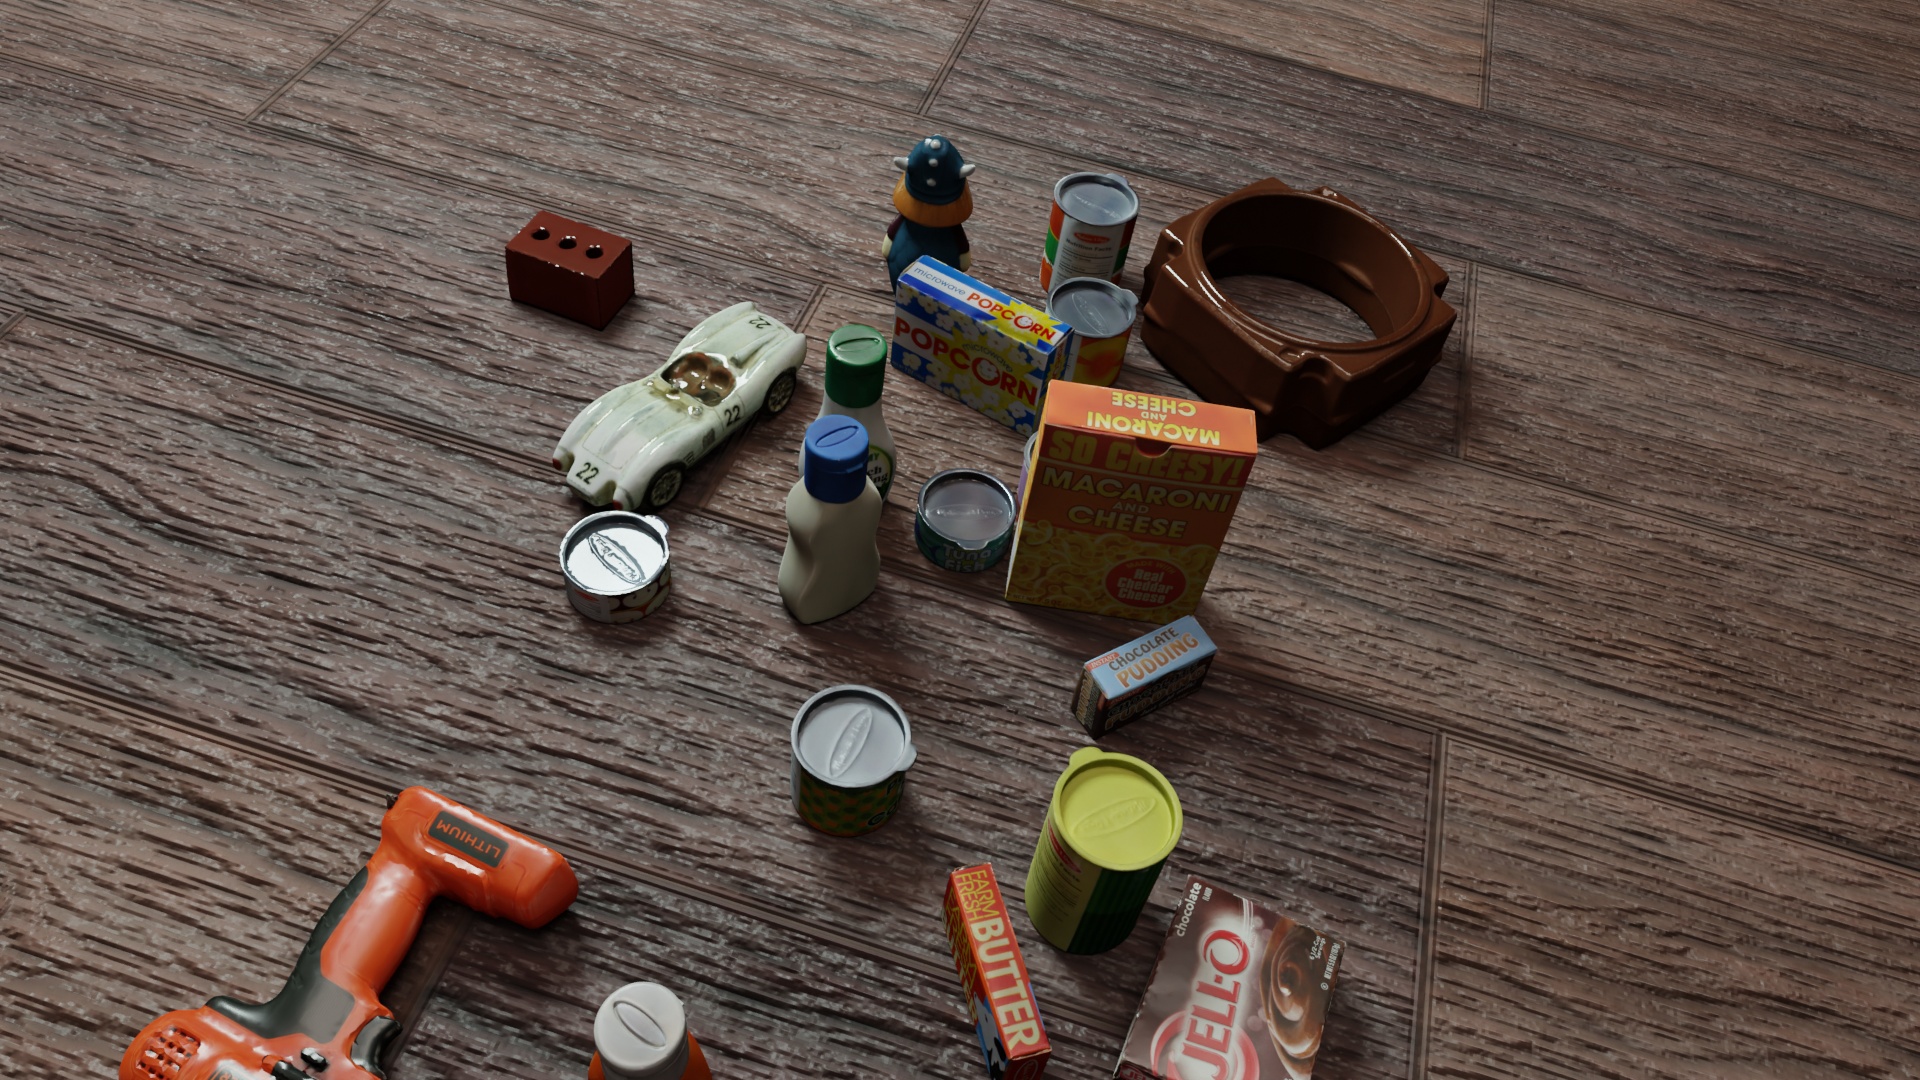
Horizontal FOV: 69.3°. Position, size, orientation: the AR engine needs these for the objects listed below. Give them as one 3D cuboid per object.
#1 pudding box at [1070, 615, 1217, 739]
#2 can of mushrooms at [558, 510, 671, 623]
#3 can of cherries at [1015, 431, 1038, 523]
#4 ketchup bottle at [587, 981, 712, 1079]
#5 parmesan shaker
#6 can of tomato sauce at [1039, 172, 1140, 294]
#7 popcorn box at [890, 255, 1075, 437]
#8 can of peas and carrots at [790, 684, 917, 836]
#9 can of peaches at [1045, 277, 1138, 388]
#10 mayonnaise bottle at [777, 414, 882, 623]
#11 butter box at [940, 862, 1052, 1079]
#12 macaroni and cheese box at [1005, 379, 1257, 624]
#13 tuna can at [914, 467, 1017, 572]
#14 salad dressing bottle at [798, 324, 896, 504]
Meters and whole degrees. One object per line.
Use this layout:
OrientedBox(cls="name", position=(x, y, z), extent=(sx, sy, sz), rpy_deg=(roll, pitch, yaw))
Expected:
OrientedBox(cls="pudding box", position=(0.111, 0.083, 0.845), extent=(0.084, 0.049, 0.030), rpy_deg=(-21, 56, -24))
OrientedBox(cls="can of mushrooms", position=(-0.212, 0.016, 0.865), extent=(0.071, 0.033, 0.071), rpy_deg=(4, 50, -5))
OrientedBox(cls="can of cherries", position=(0.071, -0.034, 0.931), extent=(0.071, 0.058, 0.072), rpy_deg=(4, 50, -5))
OrientedBox(cls="ketchup bottle", position=(-0.136, 0.240, 0.613), extent=(0.065, 0.148, 0.044), rpy_deg=(32, 53, 18))
OrientedBox(cls="parmesan shaker", position=(0.072, 0.165, 0.736), extent=(0.071, 0.102, 0.072), rpy_deg=(4, 50, -5))
OrientedBox(cls="can of tomato sauce", position=(0.100, -0.236, 1.089), extent=(0.071, 0.082, 0.071), rpy_deg=(4, 50, -5))
OrientedBox(cls="popcorn box", position=(0.012, -0.139, 0.994), extent=(0.127, 0.084, 0.038), rpy_deg=(29, 52, 16))
OrientedBox(cls="can of peas and carrots", position=(-0.060, 0.125, 0.779), extent=(0.071, 0.058, 0.071), rpy_deg=(4, 50, -5))
OrientedBox(cls="can of peaches", position=(0.095, -0.153, 1.035), extent=(0.071, 0.057, 0.071), rpy_deg=(4, 50, -5))
OrientedBox(cls="mayonnaise bottle", position=(-0.077, -0.012, 0.833), extent=(0.065, 0.147, 0.041), rpy_deg=(-27, 59, -27))
OrientedBox(cls="butter box", position=(0.017, 0.223, 0.711), extent=(0.024, 0.052, 0.104), rpy_deg=(-9, 52, -15))
OrientedBox(cls="macaroni and cheese box", position=(0.100, -0.017, 0.851), extent=(0.124, 0.165, 0.040), rpy_deg=(8, 50, -1))
OrientedBox(cls="tuna can", position=(0.003, -0.012, 0.920), extent=(0.071, 0.032, 0.071), rpy_deg=(4, 50, -5))
OrientedBox(cls="salad dressing bottle", position=(-0.070, -0.071, 0.884), extent=(0.064, 0.146, 0.044), rpy_deg=(-12, 53, -18))
